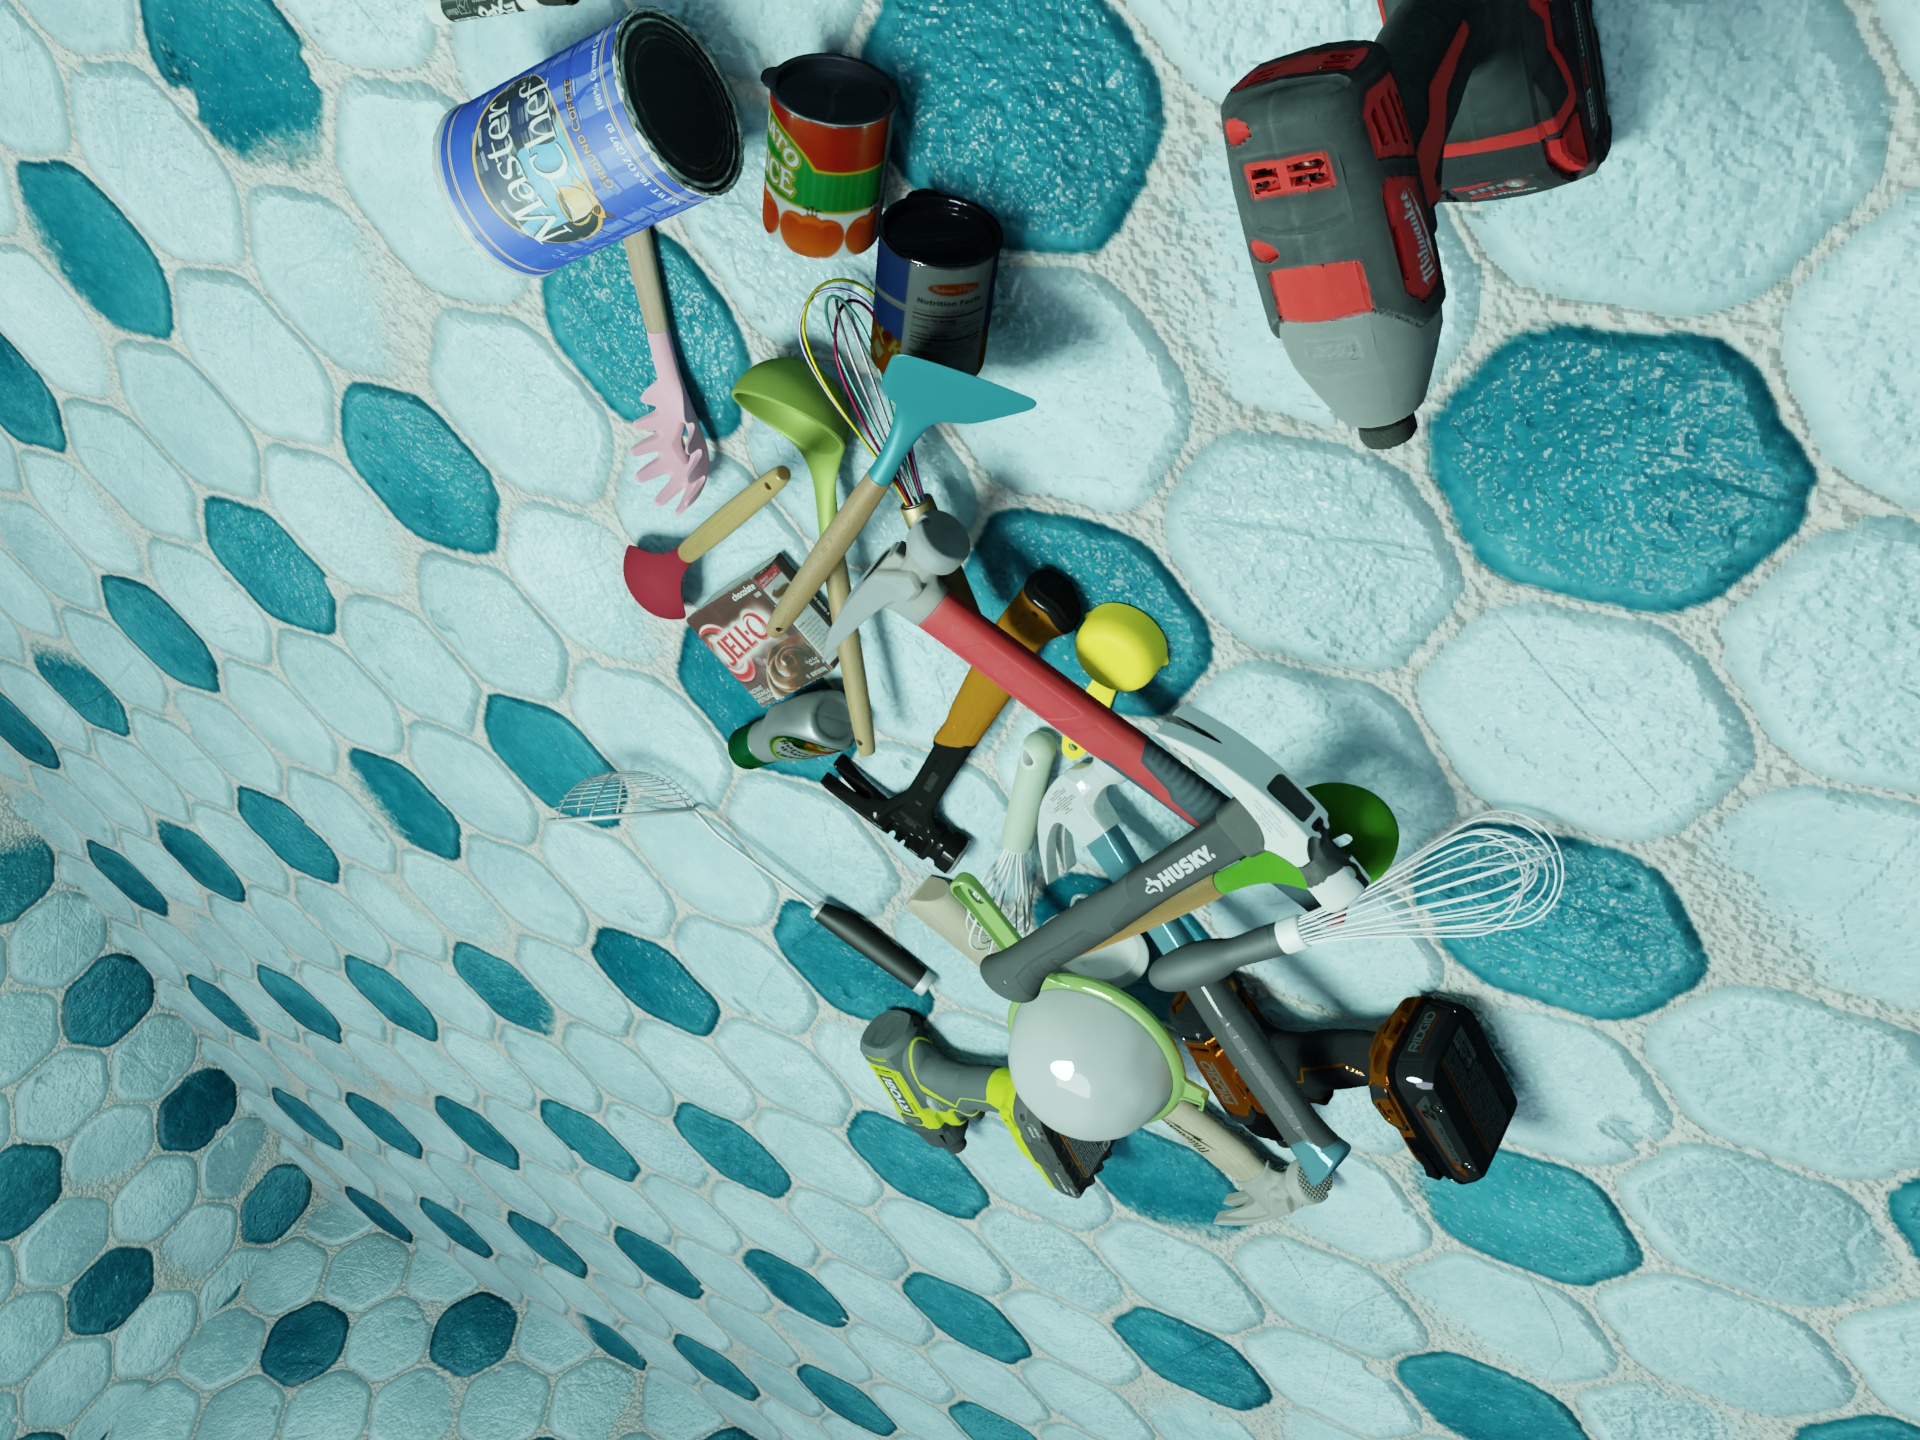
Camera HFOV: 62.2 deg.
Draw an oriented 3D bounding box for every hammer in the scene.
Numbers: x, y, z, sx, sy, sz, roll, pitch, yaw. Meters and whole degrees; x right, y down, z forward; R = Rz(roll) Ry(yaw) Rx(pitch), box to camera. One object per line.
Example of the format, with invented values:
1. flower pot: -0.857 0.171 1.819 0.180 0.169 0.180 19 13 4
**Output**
1. hammer: 0.093 0.022 1.023 0.386 0.038 0.143 36 138 -12
2. hammer: 0.105 0.111 1.031 0.146 0.035 0.334 49 140 1
3. hammer: 0.115 0.279 1.333 0.410 0.038 0.146 40 145 -2
4. hammer: 0.164 0.174 1.101 0.331 0.033 0.128 56 141 6
5. hammer: -0.002 -0.004 1.131 0.127 0.034 0.336 35 143 2

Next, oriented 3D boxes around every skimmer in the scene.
1. skimmer: -0.194 0.157 1.416 0.363 0.090 0.127 35 176 0

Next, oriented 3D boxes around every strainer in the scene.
1. strainer: 0.111 0.228 1.245 0.087 0.050 0.258 1 120 17
2. strainer: 0.061 0.230 1.205 0.151 0.069 0.256 -24 108 43

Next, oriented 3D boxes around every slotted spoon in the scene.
1. slotted spoon: 0.153 0.115 1.037 0.313 0.031 0.070 -33 88 47

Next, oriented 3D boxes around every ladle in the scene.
1. ladle: -0.092 -0.096 1.066 0.078 0.062 0.319 22 136 32
2. ladle: -0.180 -0.123 1.106 0.069 0.031 0.315 52 152 -9

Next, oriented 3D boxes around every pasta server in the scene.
1. pasta server: -0.204 -0.271 1.012 0.060 0.040 0.316 28 143 31

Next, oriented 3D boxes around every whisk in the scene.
1. whisk: 0.042 0.096 1.193 0.058 0.059 0.246 48 146 31
2. whisk: -0.032 -0.155 0.975 0.051 0.047 0.244 9 132 47
3. whisk: 0.237 0.123 0.995 0.284 0.070 0.070 -24 113 33

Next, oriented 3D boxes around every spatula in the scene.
1. spatula: -0.061 -0.124 0.958 0.082 0.044 0.317 15 147 -21

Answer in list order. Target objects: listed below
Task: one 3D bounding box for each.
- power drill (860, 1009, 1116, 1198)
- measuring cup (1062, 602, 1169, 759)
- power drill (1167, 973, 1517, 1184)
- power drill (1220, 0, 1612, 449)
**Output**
1. power drill: 0.026 0.355 1.459 0.223 0.080 0.171 4 132 42
2. measuring cup: 0.088 -0.014 1.045 0.062 0.029 0.156 31 140 9
3. power drill: 0.275 0.263 1.149 0.226 0.084 0.164 -2 128 47
4. power drill: 0.175 -0.211 0.605 0.078 0.220 0.143 3 131 38
